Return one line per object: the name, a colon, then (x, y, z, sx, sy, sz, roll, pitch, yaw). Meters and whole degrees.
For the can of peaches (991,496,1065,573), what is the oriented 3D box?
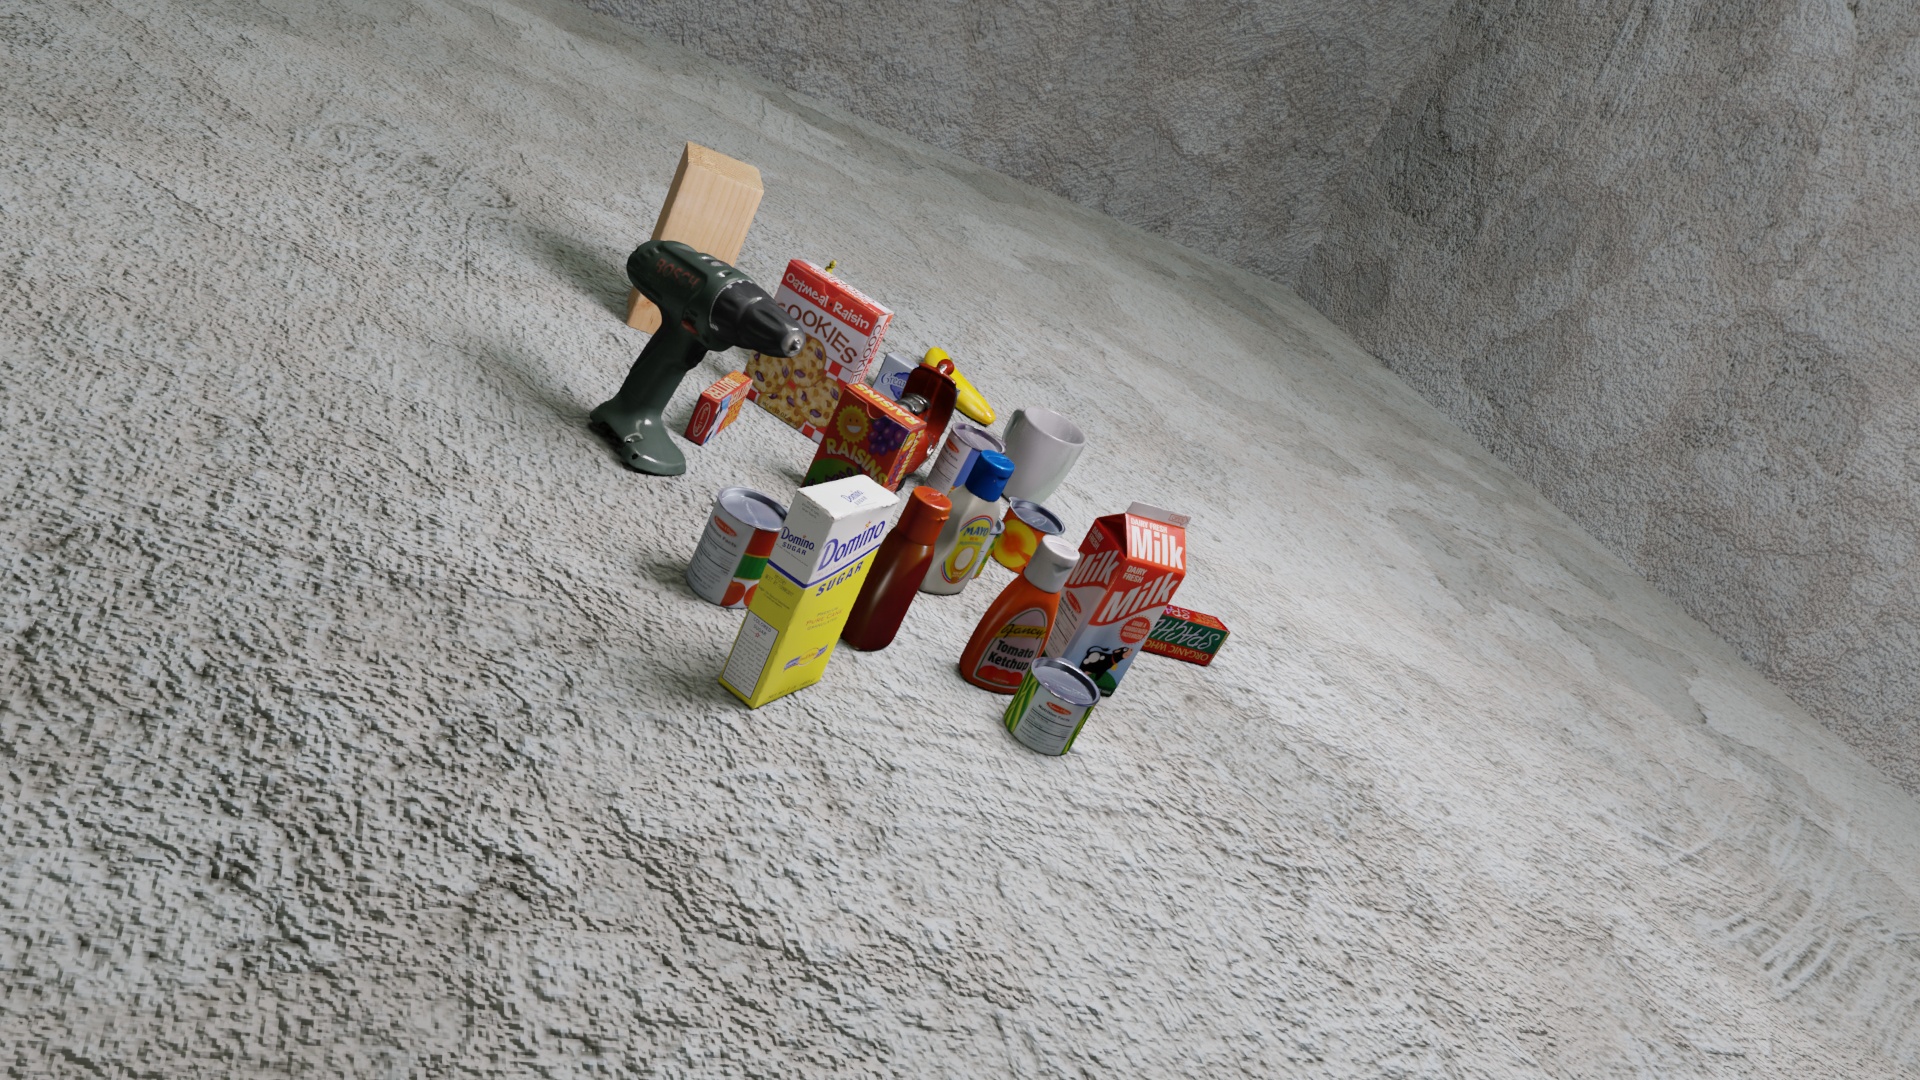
can of peaches: (0.069, -0.004, 1.497, 0.071, 0.057, 0.071, 23, 24, -10)

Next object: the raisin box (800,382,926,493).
raisin box: (-0.099, -0.086, 1.406, 0.086, 0.123, 0.040, 34, 24, 16)

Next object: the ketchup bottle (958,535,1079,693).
ketchup bottle: (0.056, 0.065, 1.228, 0.065, 0.148, 0.044, 17, 25, -23)

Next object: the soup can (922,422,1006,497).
soup can: (0.005, -0.079, 1.551, 0.071, 0.083, 0.071, 23, 24, -10)

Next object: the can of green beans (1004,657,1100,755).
can of green beans: (0.079, 0.144, 1.204, 0.071, 0.057, 0.071, 23, 24, -10)

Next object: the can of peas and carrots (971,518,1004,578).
can of peas and carrots: (0.004, -0.004, 1.426, 0.071, 0.058, 0.071, 23, 24, -10)

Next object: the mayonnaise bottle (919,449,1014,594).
mayonnaise bottle: (0.005, -0.017, 1.343, 0.065, 0.147, 0.041, 3, 33, -43)

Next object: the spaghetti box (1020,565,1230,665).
spaghetti box: (0.165, 0.080, 1.434, 0.250, 0.050, 0.029, 15, 26, -25)

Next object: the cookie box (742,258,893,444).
cookie box: (-0.163, -0.208, 1.536, 0.123, 0.166, 0.040, 33, 24, 13)

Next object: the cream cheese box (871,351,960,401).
cream cheese box: (-0.057, -0.191, 1.754, 0.104, 0.053, 0.024, 32, 23, 10)

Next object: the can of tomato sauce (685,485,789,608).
can of tomato sauce: (-0.186, 0.006, 1.176, 0.071, 0.082, 0.071, 23, 24, -10)

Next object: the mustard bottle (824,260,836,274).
mustard bottle: (-0.179, -0.260, 1.633, 0.049, 0.159, 0.065, 36, 24, 19)

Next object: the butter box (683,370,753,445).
butter box: (-0.251, -0.139, 1.443, 0.024, 0.053, 0.104, 28, 23, 1)

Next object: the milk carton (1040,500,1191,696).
milk carton: (0.144, 0.048, 1.303, 0.072, 0.189, 0.074, 13, 27, -29)

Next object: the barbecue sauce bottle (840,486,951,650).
barbecue sauce bottle: (-0.053, 0.024, 1.197, 0.044, 0.148, 0.065, 36, 25, 21)
